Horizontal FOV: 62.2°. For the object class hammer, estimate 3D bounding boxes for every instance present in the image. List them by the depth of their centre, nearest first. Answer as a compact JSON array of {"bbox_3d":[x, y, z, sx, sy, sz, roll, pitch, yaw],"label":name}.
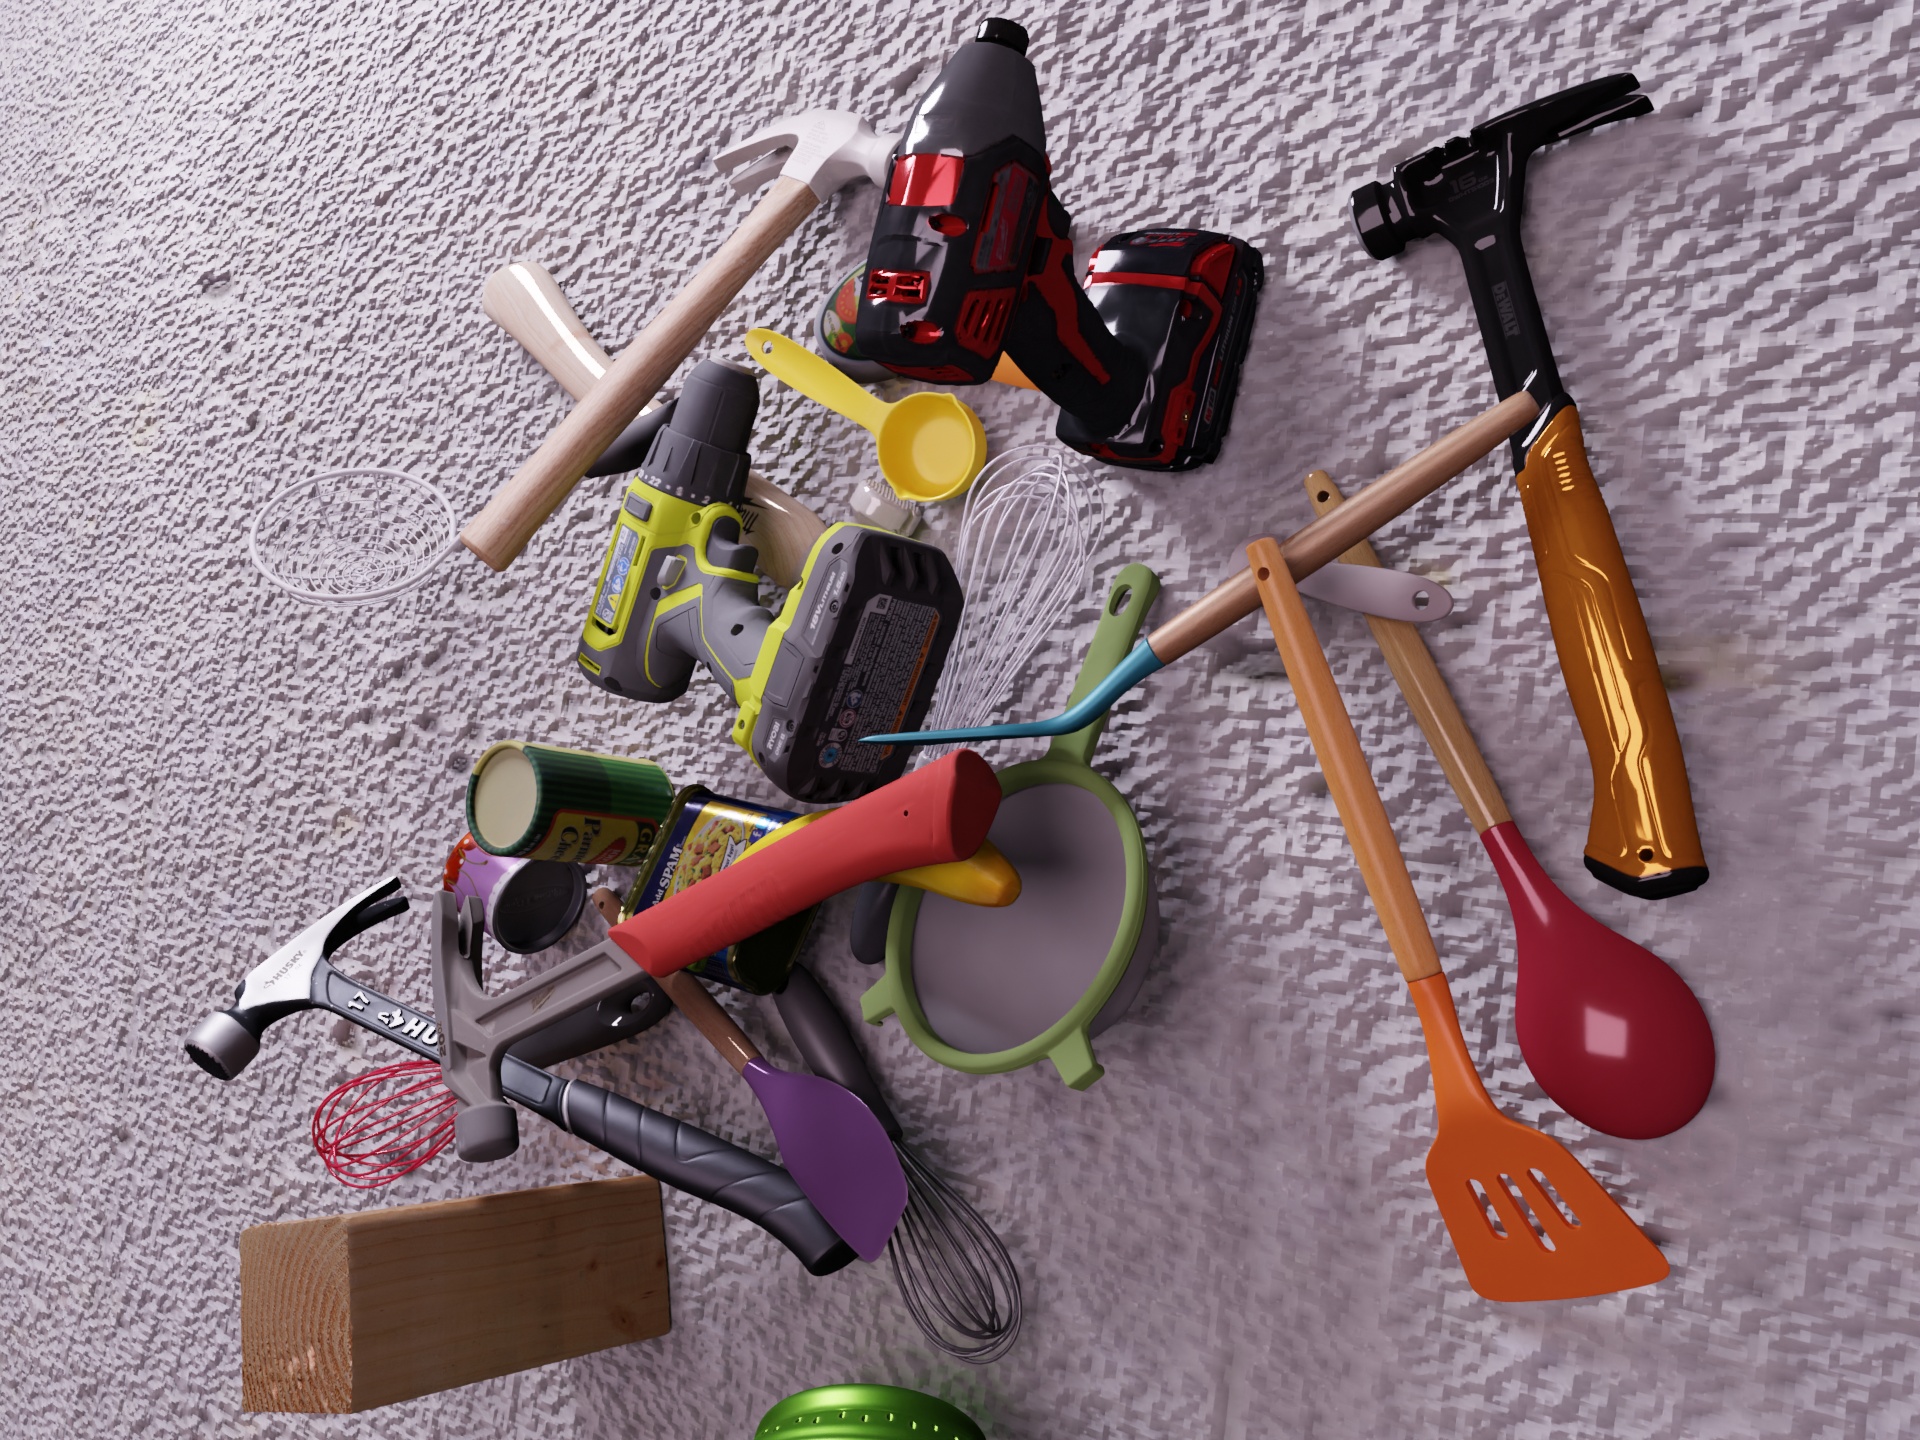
[{"bbox_3d":[0.252,-0.096,0.646,0.127,0.034,0.337,-19,71,33],"label":"hammer"},{"bbox_3d":[-0.133,0.092,0.775,0.359,0.036,0.149,-28,61,28],"label":"hammer"},{"bbox_3d":[-0.227,0.203,0.880,0.409,0.149,0.036,18,138,20],"label":"hammer"},{"bbox_3d":[-0.164,-0.219,0.900,0.130,0.031,0.331,32,80,40],"label":"hammer"},{"bbox_3d":[-0.189,-0.166,0.975,0.411,0.038,0.146,42,108,33],"label":"hammer"}]

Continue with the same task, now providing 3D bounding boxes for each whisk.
[{"bbox_3d":[-0.002,-0.003,0.805,0.070,0.070,0.284,30,105,35],"label":"whisk"},{"bbox_3d":[-0.041,0.215,0.806,0.055,0.055,0.239,-49,54,19],"label":"whisk"},{"bbox_3d":[-0.290,0.218,0.975,0.296,0.073,0.073,-27,68,22],"label":"whisk"}]

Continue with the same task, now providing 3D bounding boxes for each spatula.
[{"bbox_3d":[0.179,0.077,0.633,0.081,0.041,0.323,-26,78,38],"label":"spatula"},{"bbox_3d":[0.101,-0.054,0.691,0.317,0.082,0.044,-34,75,19],"label":"spatula"},{"bbox_3d":[-0.123,0.171,0.856,0.316,0.018,0.060,34,102,44],"label":"spatula"}]

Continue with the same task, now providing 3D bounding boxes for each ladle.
[{"bbox_3d":[0.214,0.022,0.665,0.069,0.031,0.316,-31,64,21],"label":"ladle"}]

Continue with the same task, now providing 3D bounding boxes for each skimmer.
[{"bbox_3d":[-0.290,-0.155,0.972,0.363,0.090,0.127,-18,39,32],"label":"skimmer"}]

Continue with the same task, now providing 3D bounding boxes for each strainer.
[{"bbox_3d":[0.059,0.051,0.757,0.151,0.069,0.256,5,68,47],"label":"strainer"}]

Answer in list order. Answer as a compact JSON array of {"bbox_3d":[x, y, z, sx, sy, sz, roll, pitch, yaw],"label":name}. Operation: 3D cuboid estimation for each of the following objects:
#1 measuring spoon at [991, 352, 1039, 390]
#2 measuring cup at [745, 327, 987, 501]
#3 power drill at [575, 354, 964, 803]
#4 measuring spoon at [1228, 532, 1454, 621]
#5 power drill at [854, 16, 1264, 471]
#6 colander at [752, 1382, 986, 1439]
[{"bbox_3d":[0.017,-0.185,0.826,0.117,0.011,0.021,16,116,19],"label":"measuring spoon"},{"bbox_3d":[-0.052,-0.171,0.859,0.157,0.029,0.062,35,108,19],"label":"measuring cup"},{"bbox_3d":[-0.105,-0.075,0.822,0.229,0.080,0.190,32,106,42],"label":"power drill"},{"bbox_3d":[0.162,-0.061,0.699,0.124,0.018,0.034,20,104,52],"label":"measuring spoon"},{"bbox_3d":[0.046,-0.197,0.698,0.079,0.219,0.143,14,91,36],"label":"power drill"},{"bbox_3d":[-0.085,0.419,0.771,0.397,0.204,0.095,-51,22,36],"label":"colander"}]
